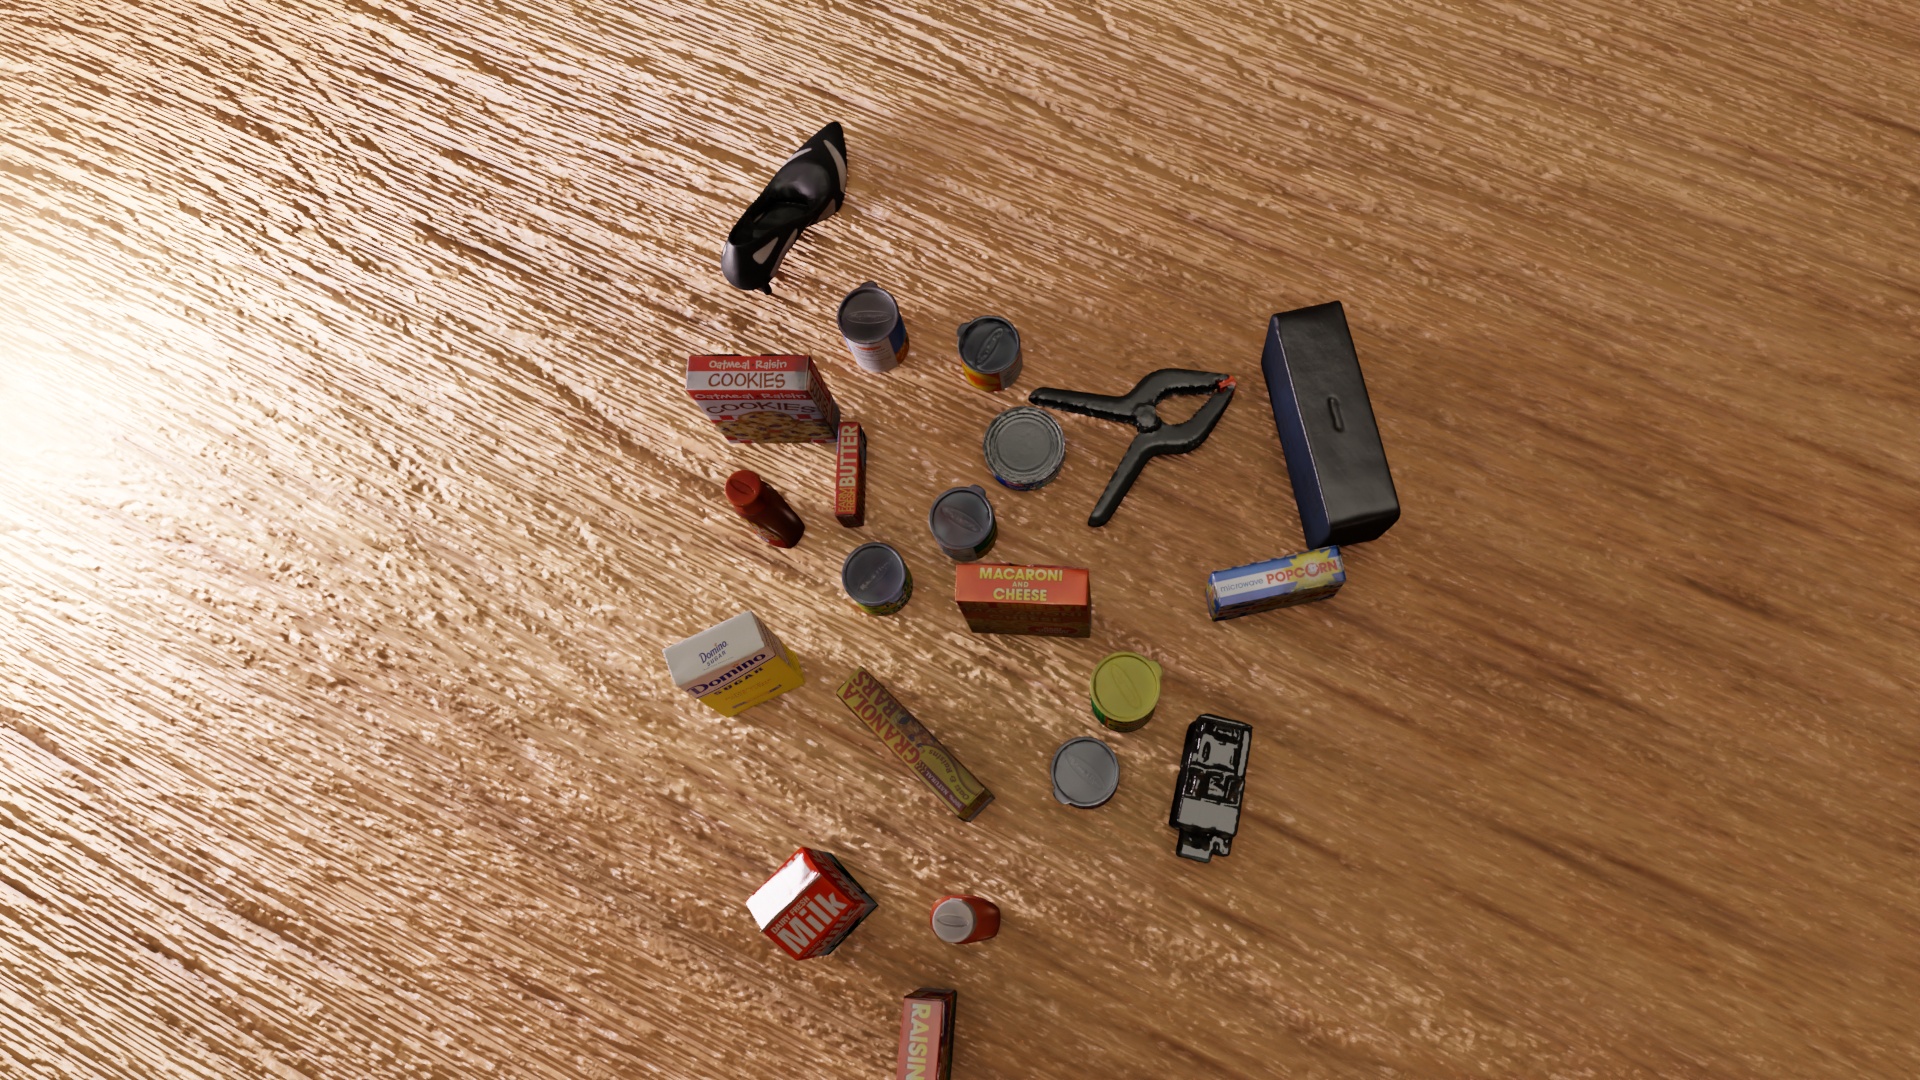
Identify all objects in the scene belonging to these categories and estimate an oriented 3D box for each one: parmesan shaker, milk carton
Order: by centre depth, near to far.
[{"bbox_3d":[-0.138,0.334,1.280,0.072,0.190,0.073,-44,75,-6],"label":"milk carton"},{"bbox_3d":[0.161,0.147,1.345,0.071,0.103,0.071,-1,75,6],"label":"parmesan shaker"}]

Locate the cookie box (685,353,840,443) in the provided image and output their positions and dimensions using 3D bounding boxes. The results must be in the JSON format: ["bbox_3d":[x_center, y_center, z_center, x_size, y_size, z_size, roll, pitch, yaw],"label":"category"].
[{"bbox_3d":[-0.199,-0.144,1.427,0.123,0.167,0.040,0,76,6],"label":"cookie box"}]

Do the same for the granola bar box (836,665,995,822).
[{"bbox_3d":[-0.042,0.200,1.341,0.166,0.124,0.039,43,84,14],"label":"granola bar box"}]

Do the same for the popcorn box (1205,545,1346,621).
[{"bbox_3d":[0.308,0.044,1.367,0.127,0.085,0.038,-12,75,3],"label":"popcorn box"}]

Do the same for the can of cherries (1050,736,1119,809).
[{"bbox_3d":[0.119,0.228,1.350,0.071,0.058,0.071,-1,75,6],"label":"can of cherries"}]

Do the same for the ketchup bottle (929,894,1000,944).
[{"bbox_3d":[0.001,0.350,1.283,0.065,0.148,0.043,5,76,7],"label":"ketchup bottle"}]

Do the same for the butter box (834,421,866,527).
[{"bbox_3d":[-0.115,-0.069,1.457,0.024,0.053,0.104,0,75,6],"label":"butter box"}]

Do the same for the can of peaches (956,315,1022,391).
[{"bbox_3d":[0.030,-0.199,1.475,0.071,0.058,0.071,-1,75,6],"label":"can of peaches"}]

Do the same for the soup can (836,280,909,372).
[{"bbox_3d":[-0.092,-0.227,1.482,0.071,0.083,0.071,-1,75,6],"label":"soup can"}]

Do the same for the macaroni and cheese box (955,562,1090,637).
[{"bbox_3d":[0.064,0.059,1.346,0.124,0.166,0.040,2,76,6],"label":"macaroni and cheese box"}]

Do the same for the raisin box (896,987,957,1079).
[{"bbox_3d":[-0.030,0.458,1.270,0.040,0.123,0.086,4,76,7],"label":"raisin box"}]

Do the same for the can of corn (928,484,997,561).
[{"bbox_3d":[0.005,-0.018,1.429,0.071,0.058,0.071,-1,75,6],"label":"can of corn"}]

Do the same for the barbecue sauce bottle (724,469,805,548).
[{"bbox_3d":[-0.202,-0.034,1.407,0.065,0.148,0.044,29,80,12],"label":"barbecue sauce bottle"}]

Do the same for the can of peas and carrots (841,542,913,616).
[{"bbox_3d":[-0.082,0.042,1.421,0.071,0.058,0.071,-1,75,6],"label":"can of peas and carrots"}]
